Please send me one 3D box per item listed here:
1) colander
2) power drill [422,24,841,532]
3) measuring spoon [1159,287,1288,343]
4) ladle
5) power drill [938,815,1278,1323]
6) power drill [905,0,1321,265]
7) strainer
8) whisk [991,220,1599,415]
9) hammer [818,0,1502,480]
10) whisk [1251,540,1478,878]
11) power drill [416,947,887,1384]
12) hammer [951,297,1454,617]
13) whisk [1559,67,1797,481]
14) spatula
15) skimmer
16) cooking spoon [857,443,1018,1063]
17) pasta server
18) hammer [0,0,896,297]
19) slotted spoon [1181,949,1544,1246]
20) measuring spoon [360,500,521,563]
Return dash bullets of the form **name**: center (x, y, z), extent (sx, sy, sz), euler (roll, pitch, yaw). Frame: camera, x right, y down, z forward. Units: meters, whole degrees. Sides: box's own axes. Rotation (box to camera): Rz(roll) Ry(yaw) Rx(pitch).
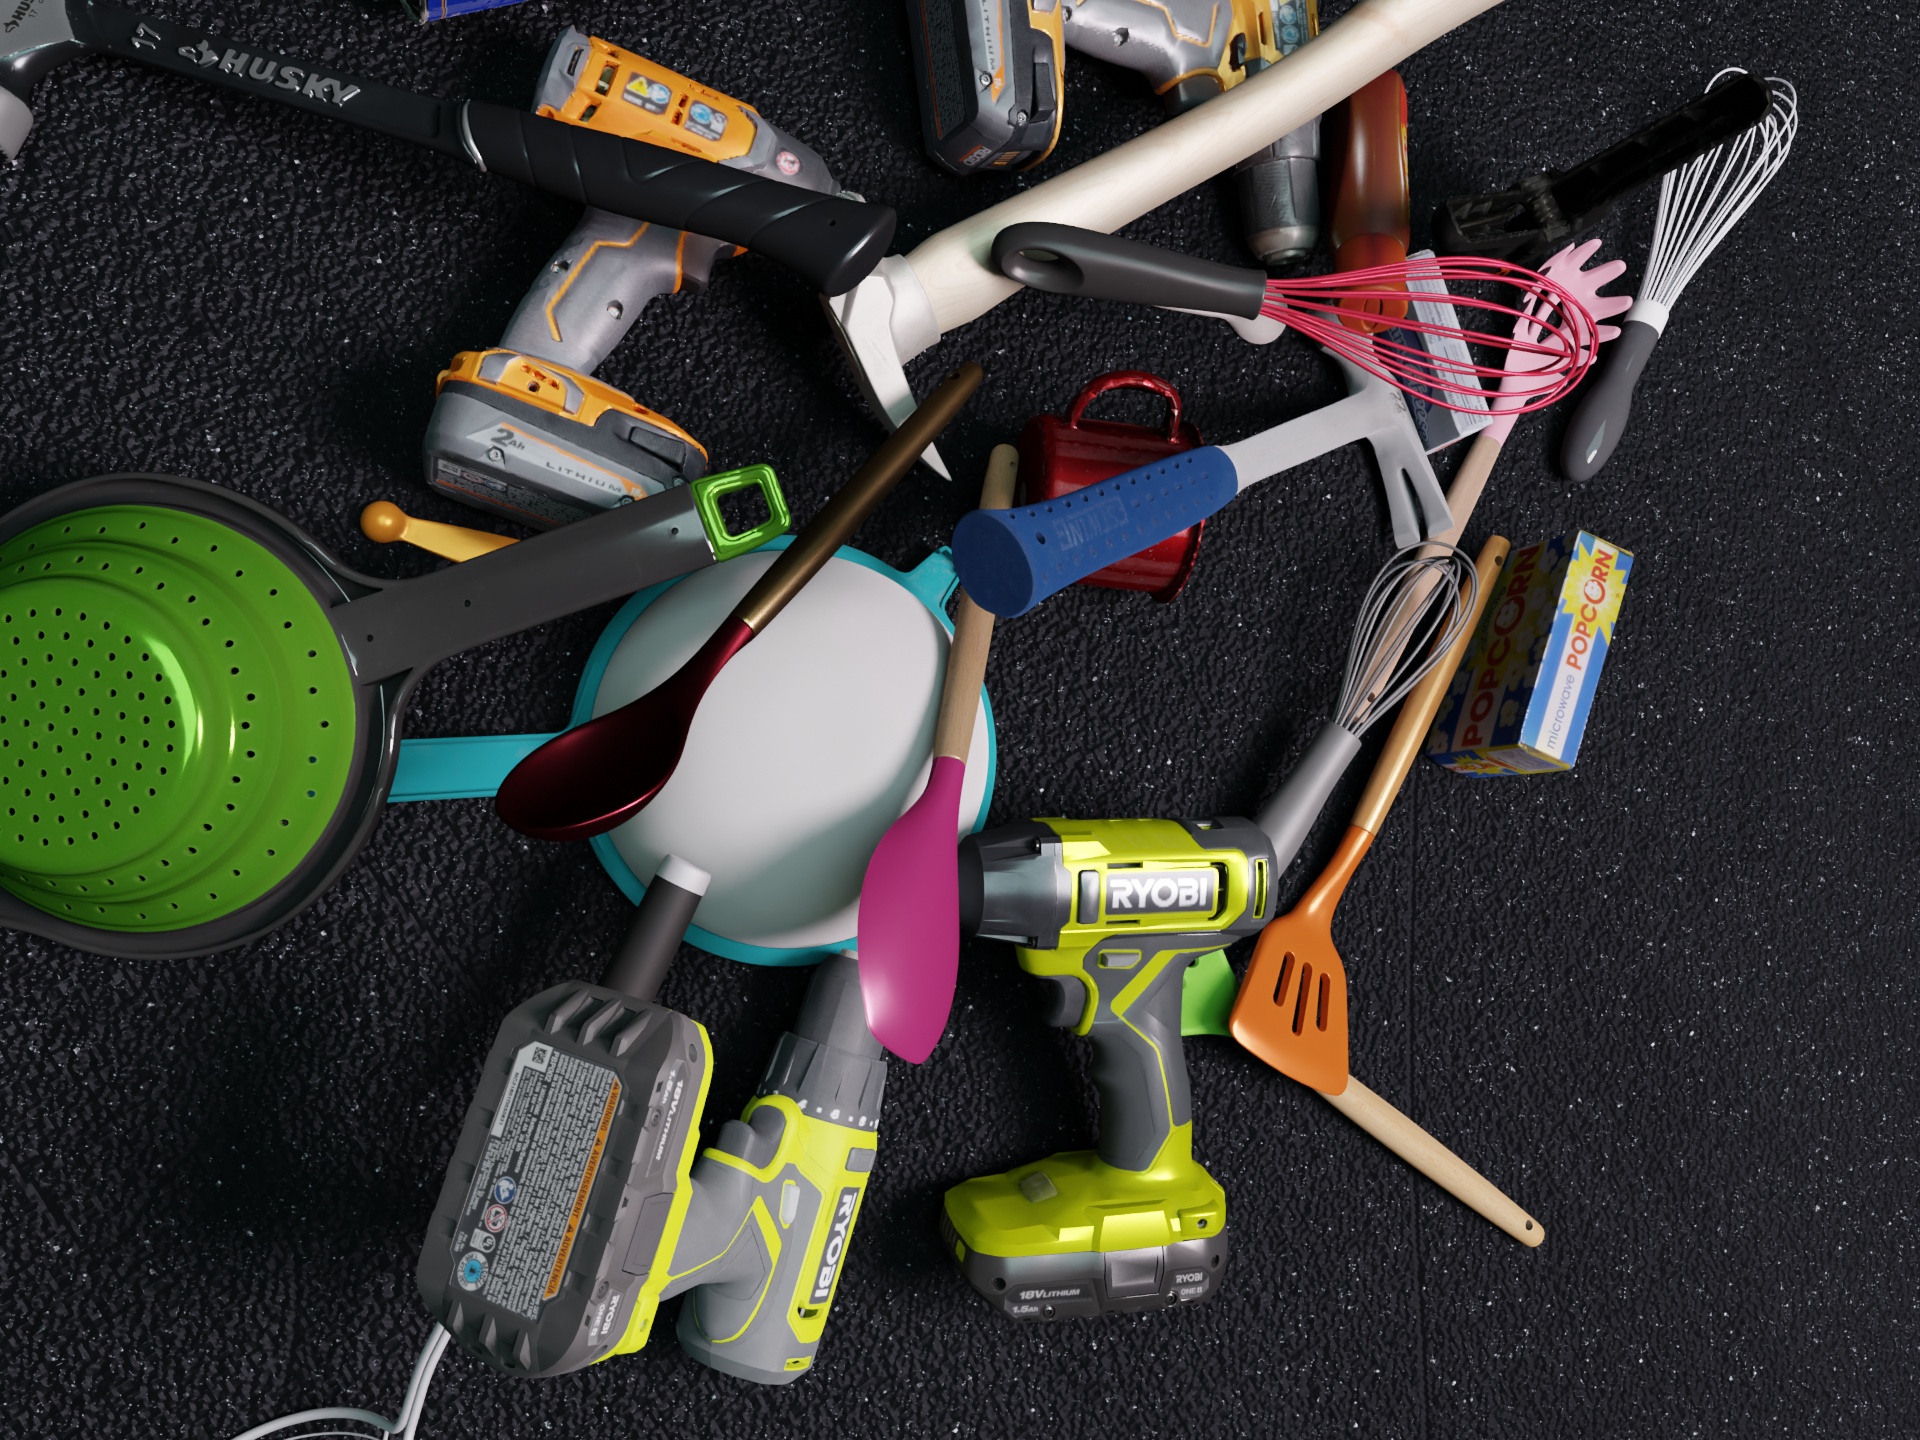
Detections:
- **colander**: center (-0.259, -0.027, 0.631), extent (0.397, 0.094, 0.204), euler (-20, 94, -3)
- **power drill**: center (-0.144, -0.195, 0.746), extent (0.164, 0.084, 0.226), euler (19, 75, -15)
- **measuring spoon**: center (0.125, -0.234, 0.866), extent (0.124, 0.018, 0.034), euler (9, 82, -16)
- **ladle**: center (-0.081, -0.059, 0.694), extent (0.315, 0.069, 0.031), euler (-51, 141, -27)
- **power drill**: center (0.056, 0.156, 0.747), extent (0.171, 0.080, 0.223), euler (0, 97, -16)
- **power drill**: center (0.095, -0.332, 0.837), extent (0.226, 0.084, 0.185), euler (-9, 94, -23)
- **strainer**: center (-0.131, 0.013, 0.719), extent (0.340, 0.095, 0.211), euler (-3, 85, -19)
- **whisk**: center (0.160, -0.198, 0.753), extent (0.295, 0.073, 0.073), euler (9, 82, -6)
- **hammer**: center (0.120, -0.278, 0.793), extent (0.410, 0.038, 0.146), euler (-32, 125, -9)
- **whisk**: center (0.196, 0.006, 0.834), extent (0.055, 0.055, 0.239), euler (36, 82, -11)
- **power drill**: center (-0.103, 0.178, 0.662), extent (0.080, 0.228, 0.190), euler (12, 79, 26)
- **hammer**: center (0.129, -0.113, 0.744), extent (0.405, 0.035, 0.144), euler (-28, 94, -50)
- **whisk**: center (0.420, -0.265, 0.948), extent (0.070, 0.070, 0.284), euler (29, 82, -13)
- **spatula**: center (0.231, 0.039, 0.853), extent (0.081, 0.041, 0.323), euler (32, 79, -19)
- **skimmer**: center (-0.219, 0.209, 0.643), extent (0.090, 0.127, 0.363), euler (32, 81, -35)
- **cooking spoon**: center (-0.001, -0.002, 0.710), extent (0.068, 0.017, 0.319), euler (42, 45, -40)
- **pasta server**: center (0.293, -0.136, 0.900), extent (0.060, 0.040, 0.316), euler (34, 77, -19)
- **hammer**: center (-0.226, -0.261, 0.688), extent (0.409, 0.036, 0.149), euler (17, 75, 4)
- **slotted spoon**: center (0.195, 0.193, 0.840), extent (0.313, 0.031, 0.070), euler (37, 64, -13)
- **measuring spoon**: center (-0.220, -0.079, 0.743), extent (0.117, 0.011, 0.021), euler (16, 80, -16)
